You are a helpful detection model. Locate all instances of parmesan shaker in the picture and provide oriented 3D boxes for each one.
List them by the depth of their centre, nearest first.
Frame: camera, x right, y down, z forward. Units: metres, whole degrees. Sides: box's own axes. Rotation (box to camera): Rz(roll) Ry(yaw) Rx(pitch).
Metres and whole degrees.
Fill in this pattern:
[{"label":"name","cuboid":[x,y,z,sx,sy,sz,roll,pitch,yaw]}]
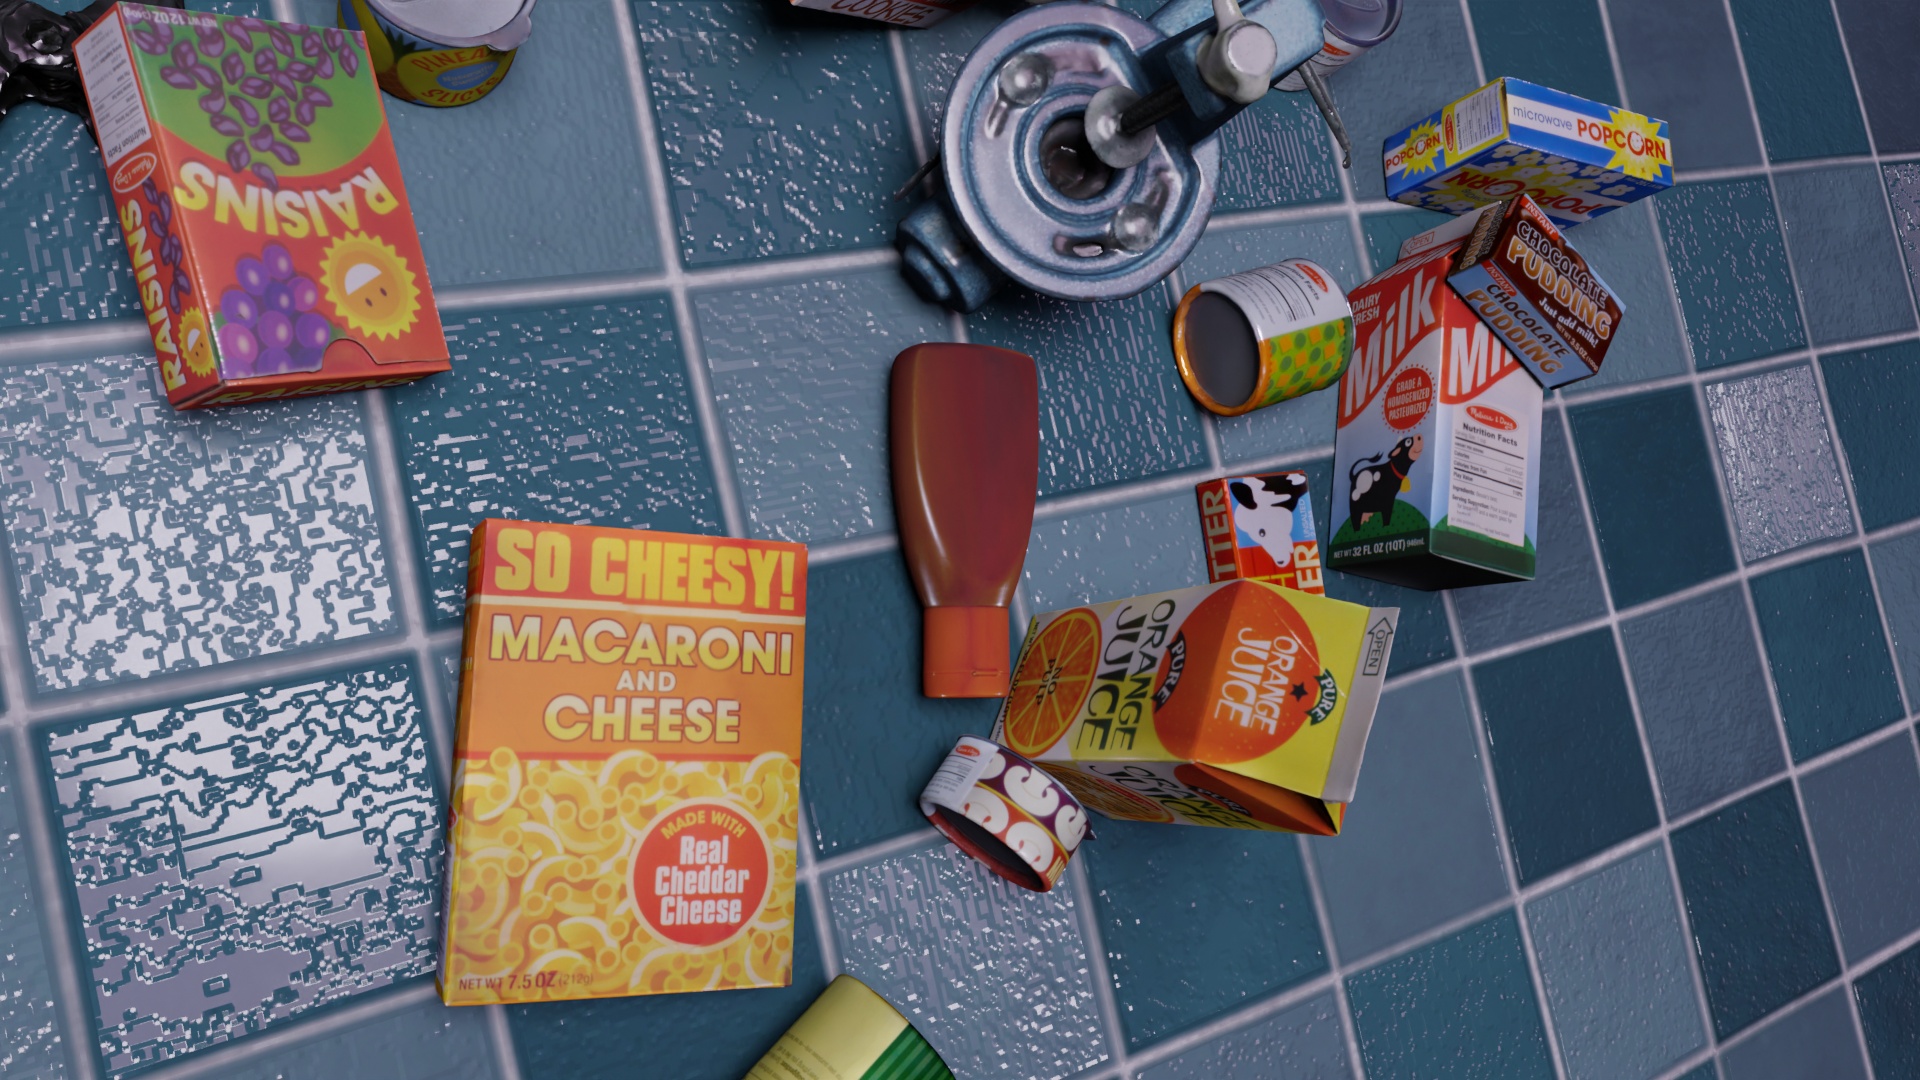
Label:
[{"label":"parmesan shaker","cuboid":[-0.055,0.223,0.512,0.103,0.071,0.071,-42,102,-26]}]

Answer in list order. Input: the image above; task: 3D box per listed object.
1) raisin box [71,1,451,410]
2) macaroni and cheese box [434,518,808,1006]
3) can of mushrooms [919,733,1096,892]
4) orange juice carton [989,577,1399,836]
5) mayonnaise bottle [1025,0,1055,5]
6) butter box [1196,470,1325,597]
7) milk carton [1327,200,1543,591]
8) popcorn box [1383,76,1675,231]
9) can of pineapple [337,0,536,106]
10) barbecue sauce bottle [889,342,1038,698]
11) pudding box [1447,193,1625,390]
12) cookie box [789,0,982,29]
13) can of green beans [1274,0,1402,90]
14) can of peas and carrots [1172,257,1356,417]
[{"label":"raisin box","cuboid":[-0.233,-0.111,0.471,0.086,0.040,0.123,-18,95,-56]},{"label":"macaroni and cheese box","cuboid":[-0.124,0.081,0.517,0.124,0.040,0.166,6,80,-26]},{"label":"can of mushrooms","cuboid":[0.020,0.113,0.569,0.071,0.071,0.033,43,67,-15]},{"label":"orange juice carton","cuboid":[0.094,0.067,0.542,0.073,0.192,0.072,28,70,-21]},{"label":"mayonnaise bottle","cuboid":[0.029,-0.267,0.608,0.148,0.041,0.065,-24,88,-60]},{"label":"butter box","cuboid":[0.148,0.019,0.671,0.053,0.024,0.103,-5,84,-28]},{"label":"milk carton","cuboid":[0.244,-0.075,0.708,0.073,0.072,0.191,13,77,-25]},{"label":"popcorn box","cuboid":[0.306,-0.205,0.751,0.127,0.085,0.038,4,80,-26]},{"label":"can of pineapple","cuboid":[-0.194,-0.201,0.515,0.071,0.057,0.071,4,81,-26]},{"label":"barbecue sauce bottle","cuboid":[0.002,-0.007,0.592,0.065,0.043,0.148,3,81,-26]},{"label":"pudding box","cuboid":[0.280,-0.120,0.674,0.083,0.030,0.050,41,64,-16]},{"label":"cookie box","cuboid":[-0.057,-0.302,0.576,0.123,0.040,0.167,-30,97,-61]},{"label":"can of green beans","cuboid":[0.182,-0.274,0.715,0.071,0.057,0.071,4,81,-26]},{"label":"can of peas and carrots","cuboid":[0.144,-0.095,0.665,0.059,0.071,0.071,-18,91,-27]}]
